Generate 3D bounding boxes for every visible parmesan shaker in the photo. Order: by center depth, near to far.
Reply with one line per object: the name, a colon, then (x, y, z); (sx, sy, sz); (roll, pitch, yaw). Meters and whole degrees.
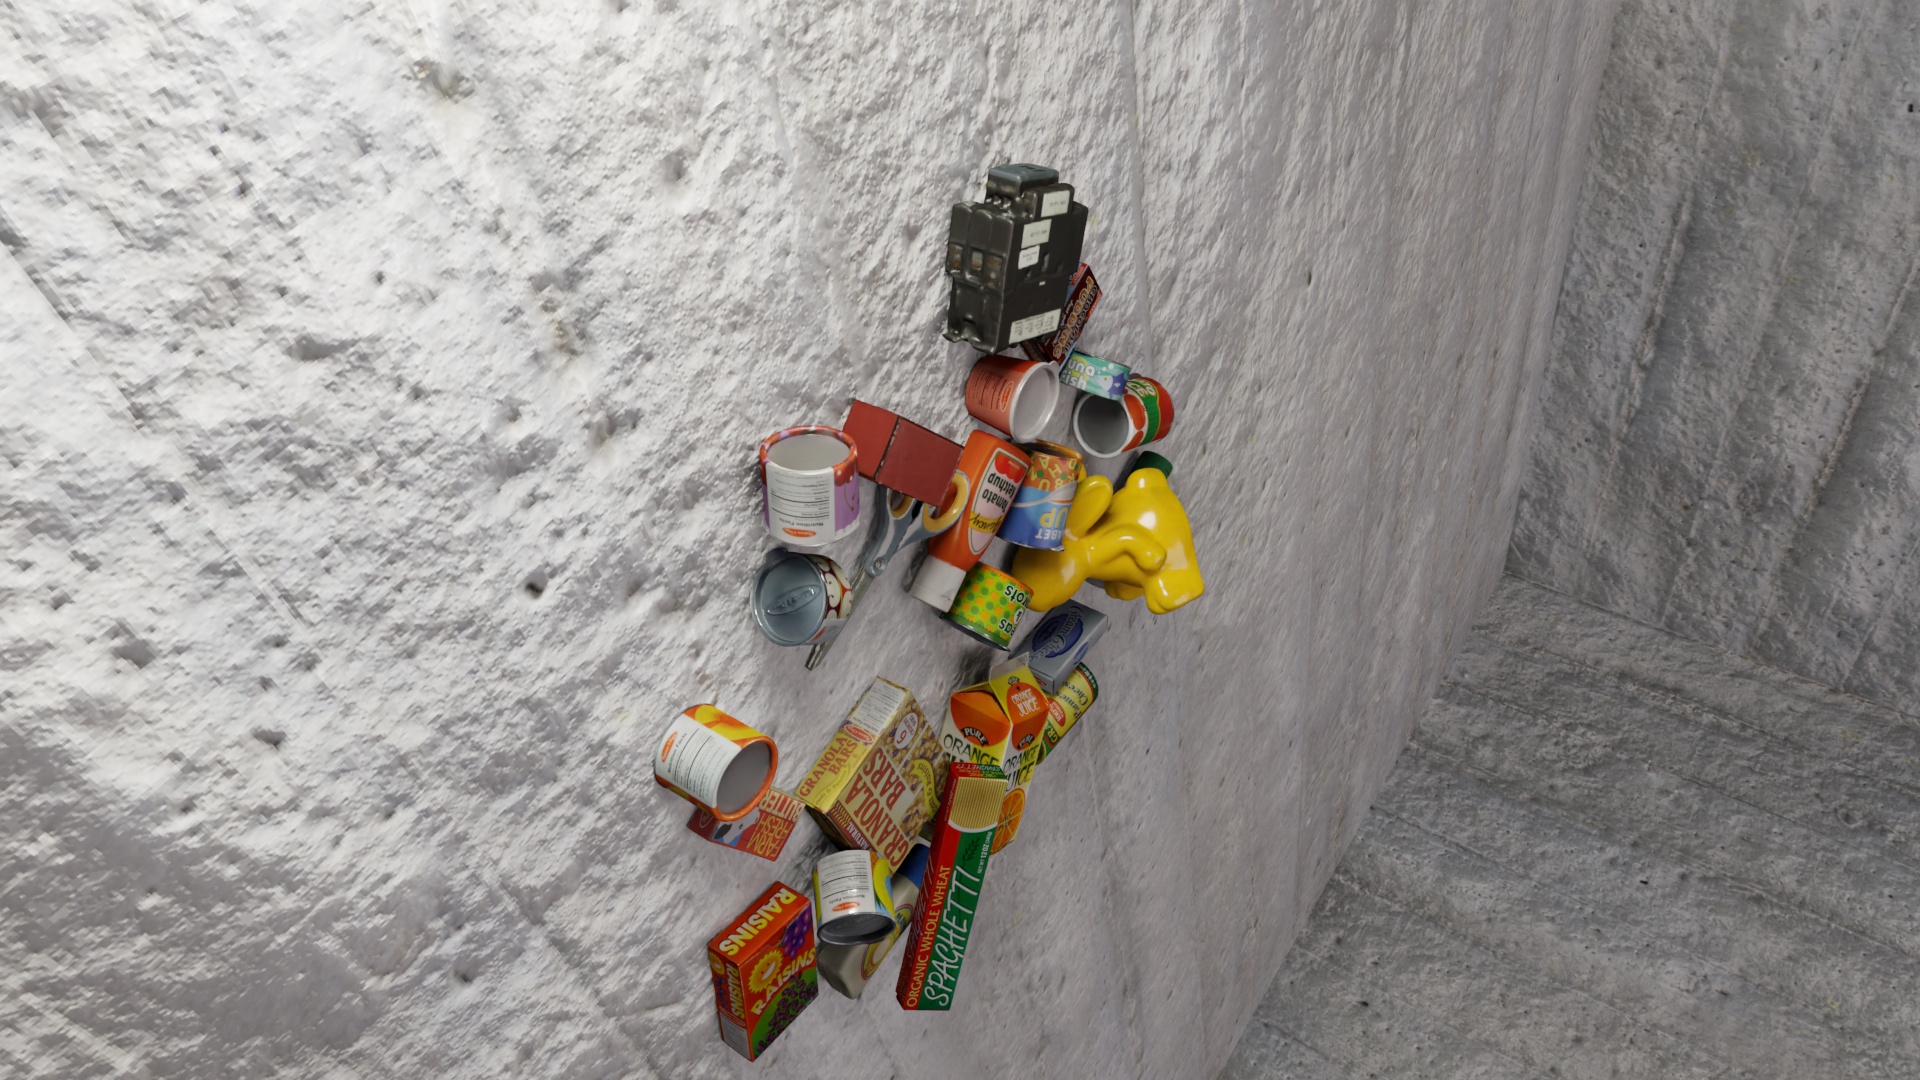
parmesan shaker: (0.084, 0.166, 1.394); (0.103, 0.071, 0.071); (-42, 143, -38)

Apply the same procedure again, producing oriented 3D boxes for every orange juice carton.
orange juice carton: (0.026, 0.199, 1.310); (0.072, 0.073, 0.192); (-12, 119, -56)

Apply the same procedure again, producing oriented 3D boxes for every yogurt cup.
yogurt cup: (0.040, -0.119, 1.131); (0.073, 0.054, 0.072); (-38, 140, -41)

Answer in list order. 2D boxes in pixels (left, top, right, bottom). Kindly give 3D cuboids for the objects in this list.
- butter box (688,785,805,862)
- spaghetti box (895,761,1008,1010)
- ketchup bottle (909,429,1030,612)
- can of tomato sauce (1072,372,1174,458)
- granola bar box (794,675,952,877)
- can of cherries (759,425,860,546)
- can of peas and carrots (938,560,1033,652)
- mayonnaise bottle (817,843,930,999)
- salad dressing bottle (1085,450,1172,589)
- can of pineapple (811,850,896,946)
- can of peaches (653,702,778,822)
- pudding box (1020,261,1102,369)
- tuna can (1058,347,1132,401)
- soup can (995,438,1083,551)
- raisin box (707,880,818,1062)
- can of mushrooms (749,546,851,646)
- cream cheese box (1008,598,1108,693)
butter box: (-0.160, 0.209, 1.056); (0.053, 0.024, 0.103); (-63, 151, -10)
spaghetti box: (-0.009, 0.321, 1.272); (0.050, 0.029, 0.249); (7, 107, -19)
ketchup bottle: (0.004, -0.014, 1.154); (0.064, 0.043, 0.149); (30, 84, -51)
can of tomato sauce: (0.153, -0.118, 1.309); (0.083, 0.071, 0.071); (-21, 128, -52)
granola bar box: (-0.068, 0.211, 1.197); (0.124, 0.039, 0.164); (-54, 148, -22)
can of cherries: (-0.102, -0.039, 0.941); (0.072, 0.071, 0.058); (-37, 138, -42)
can of peas and carrots: (0.025, 0.057, 1.211); (0.059, 0.071, 0.071); (-63, 151, -8)
mayonnaise bottle: (-0.071, 0.347, 1.284); (0.149, 0.041, 0.064); (-48, 145, -30)
salad dressing bottle: (0.169, -0.022, 1.423); (0.148, 0.044, 0.064); (-60, 147, -13)
can of pineapple: (-0.089, 0.300, 1.163); (0.070, 0.071, 0.058); (67, 10, -52)
can of peaches: (-0.168, 0.155, 0.970); (0.071, 0.058, 0.071); (-37, 139, -42)
pudding box: (0.085, -0.191, 1.179); (0.084, 0.030, 0.049); (-60, 151, -12)
tuna can: (0.114, -0.148, 1.221); (0.071, 0.071, 0.032); (3, 108, -60)
soup can: (0.069, -0.041, 1.216); (0.071, 0.071, 0.083); (-10, 119, -57)
raisin box: (-0.160, 0.355, 1.143); (0.086, 0.040, 0.122); (-37, 138, -41)
can of mushrooms: (-0.112, 0.039, 0.977); (0.033, 0.071, 0.071); (6, 104, -60)
cream cheese box: (0.098, 0.102, 1.383); (0.104, 0.053, 0.024); (-45, 146, -35)
